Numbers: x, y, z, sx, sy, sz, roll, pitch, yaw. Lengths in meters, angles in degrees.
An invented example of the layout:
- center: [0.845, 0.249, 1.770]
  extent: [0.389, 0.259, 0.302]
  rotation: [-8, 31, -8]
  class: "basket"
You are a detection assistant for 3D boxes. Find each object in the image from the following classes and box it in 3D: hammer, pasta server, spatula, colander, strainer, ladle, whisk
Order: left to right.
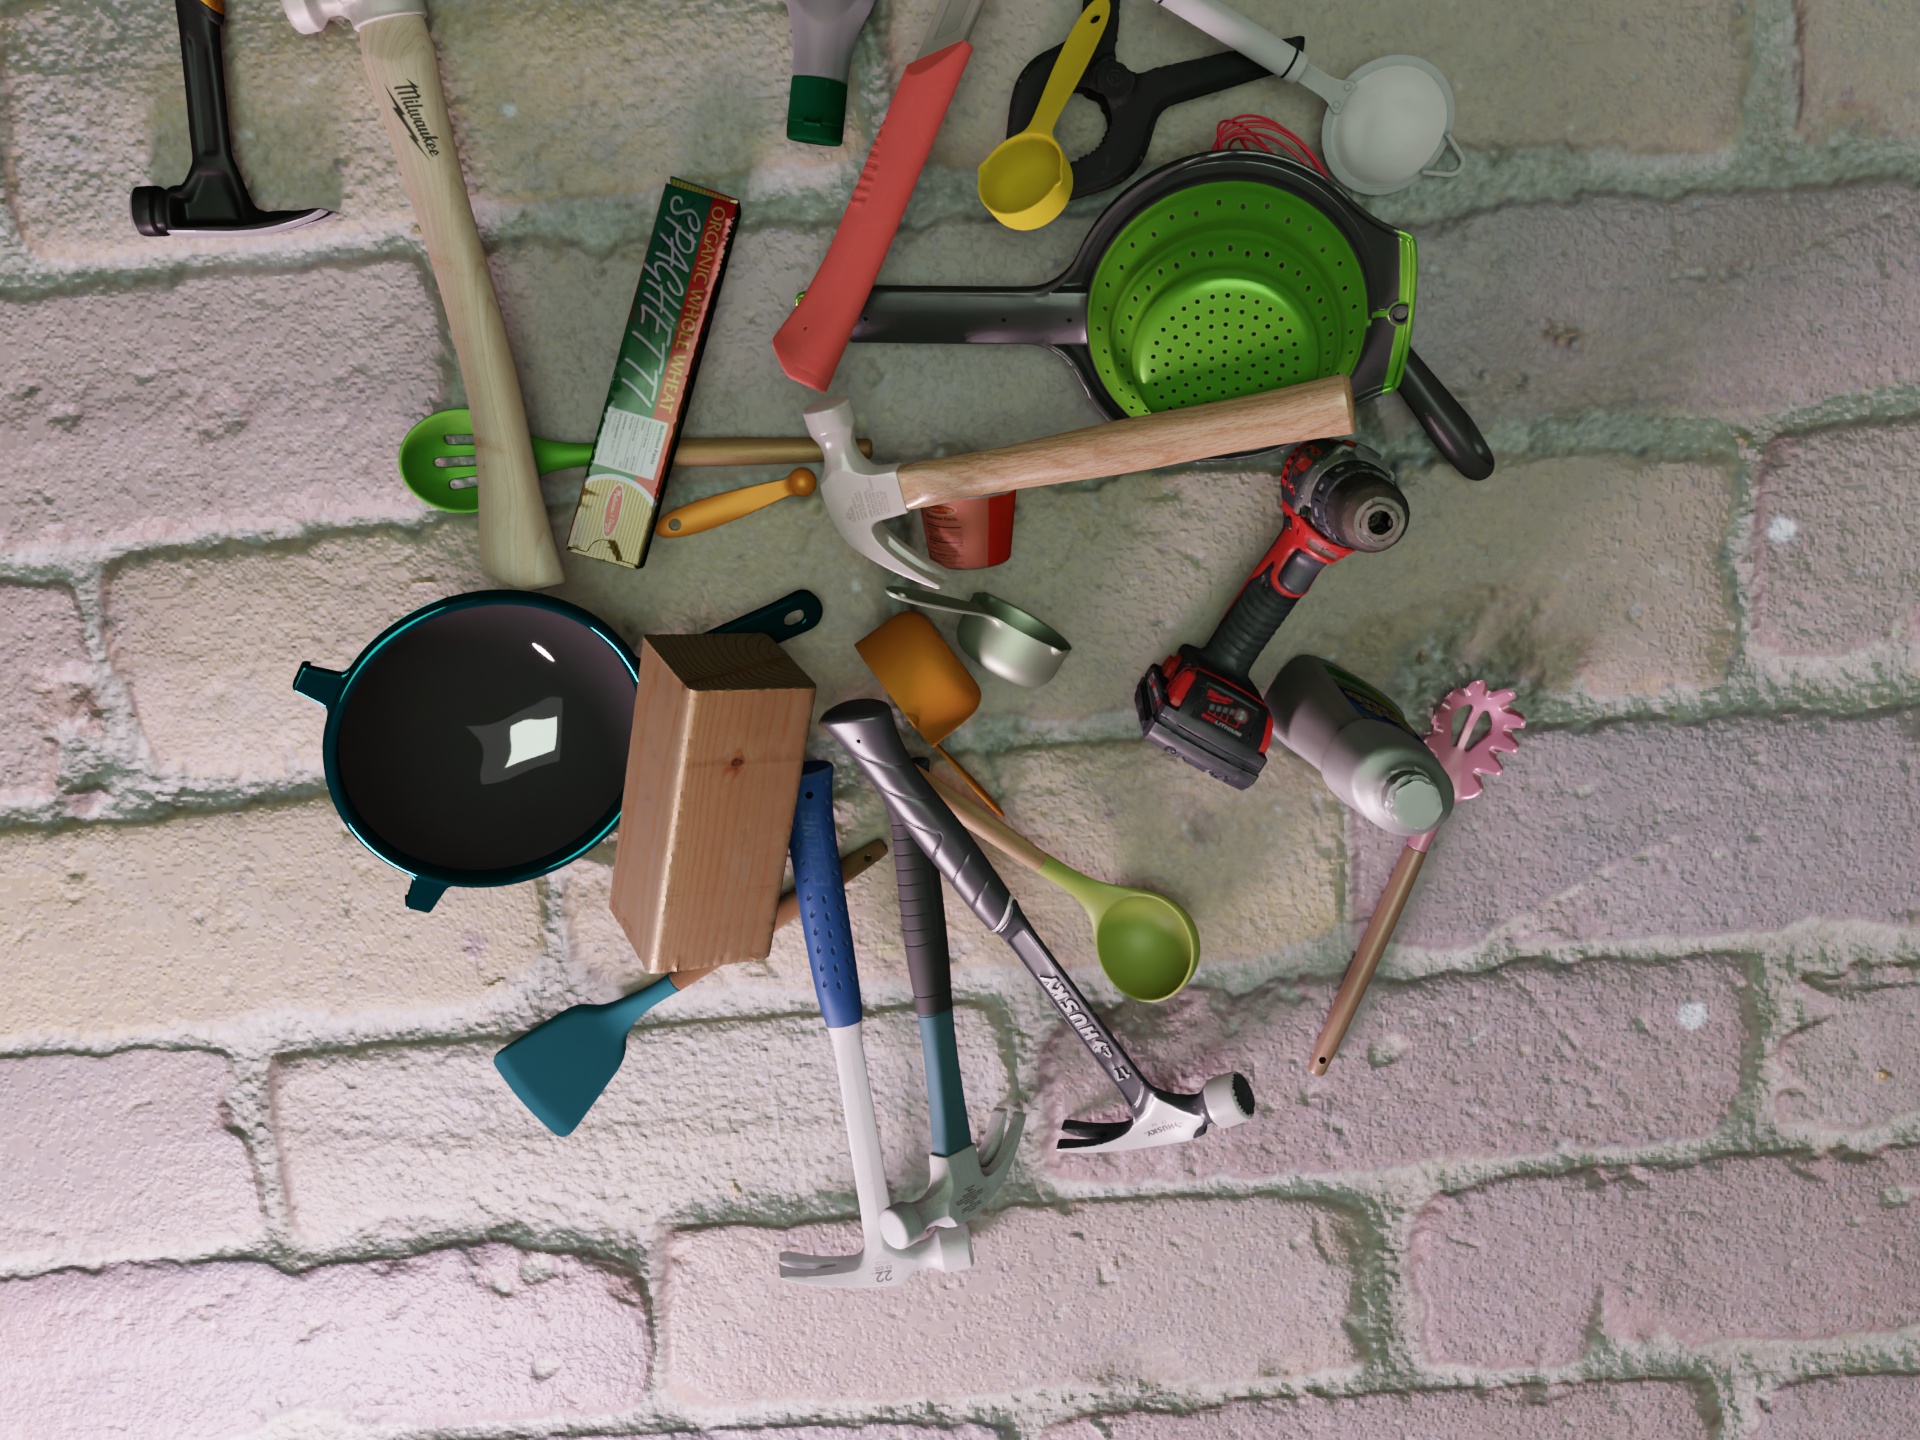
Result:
- center: [-0.475, -0.479, 1.000]
  extent: [0.127, 0.034, 0.336]
  rotation: [-1, 103, 1]
  class: "hammer"
- center: [-0.311, -0.288, 1.022]
  extent: [0.146, 0.038, 0.410]
  rotation: [-13, 97, 2]
  class: "hammer"
- center: [-0.261, -0.027, 1.080]
  extent: [0.340, 0.095, 0.210]
  rotation: [-25, 123, -16]
  class: "strainer"
- center: [-0.184, 0.180, 1.143]
  extent: [0.317, 0.044, 0.082]
  rotation: [-34, 105, 6]
  class: "spatula"
- center: [-0.087, 0.227, 1.140]
  extent: [0.144, 0.035, 0.405]
  rotation: [-10, 105, -6]
  class: "hammer"
- center: [-0.020, -0.372, 0.984]
  extent: [0.149, 0.036, 0.359]
  rotation: [26, 98, 19]
  class: "hammer"
- center: [-0.020, 0.192, 1.124]
  extent: [0.033, 0.128, 0.331]
  rotation: [-2, 97, 46]
  class: "hammer"
- center: [0.034, 0.091, 1.095]
  extent: [0.320, 0.062, 0.078]
  rotation: [35, 116, -15]
  class: "ladle"
- center: [0.036, 0.148, 1.092]
  extent: [0.149, 0.036, 0.408]
  rotation: [-27, 110, 28]
  class: "hammer"
- center: [0.073, -0.160, 0.975]
  extent: [0.331, 0.031, 0.130]
  rotation: [-8, 116, 18]
  class: "hammer"
- center: [0.083, -0.241, 0.995]
  extent: [0.397, 0.095, 0.204]
  rotation: [2, 124, 9]
  class: "colander"
- center: [0.214, -0.402, 0.991]
  extent: [0.258, 0.050, 0.086]
  rotation: [25, 118, -13]
  class: "strainer"
- center: [0.258, -0.269, 1.036]
  extent: [0.073, 0.073, 0.295]
  rotation: [-41, 105, 8]
  class: "whisk"
- center: [0.314, 0.117, 1.131]
  extent: [0.060, 0.040, 0.316]
  rotation: [22, 103, 8]
  class: "pasta server"

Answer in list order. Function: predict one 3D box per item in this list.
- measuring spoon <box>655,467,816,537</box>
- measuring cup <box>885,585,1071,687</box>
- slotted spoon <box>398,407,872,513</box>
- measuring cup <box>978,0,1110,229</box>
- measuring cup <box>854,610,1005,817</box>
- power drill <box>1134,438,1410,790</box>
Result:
- center: [-0.154, -0.147, 1.085]
  extent: [0.117, 0.011, 0.021]
  rotation: [-18, 102, 4]
  class: "measuring spoon"
- center: [0.004, -0.057, 1.040]
  extent: [0.167, 0.083, 0.038]
  rotation: [10, 114, -48]
  class: "measuring cup"
- center: [-0.216, -0.178, 1.072]
  extent: [0.313, 0.031, 0.070]
  rotation: [-2, 100, -1]
  class: "slotted spoon"
- center: [0.062, -0.373, 0.983]
  extent: [0.062, 0.029, 0.156]
  rotation: [20, 81, 31]
  class: "measuring cup"
- center: [-0.002, -0.003, 1.092]
  extent: [0.052, 0.095, 0.173]
  rotation: [-39, 119, 2]
  class: "measuring cup"
- center: [0.204, -0.072, 1.016]
  extent: [0.080, 0.188, 0.226]
  rotation: [28, 105, -6]
  class: "power drill"
